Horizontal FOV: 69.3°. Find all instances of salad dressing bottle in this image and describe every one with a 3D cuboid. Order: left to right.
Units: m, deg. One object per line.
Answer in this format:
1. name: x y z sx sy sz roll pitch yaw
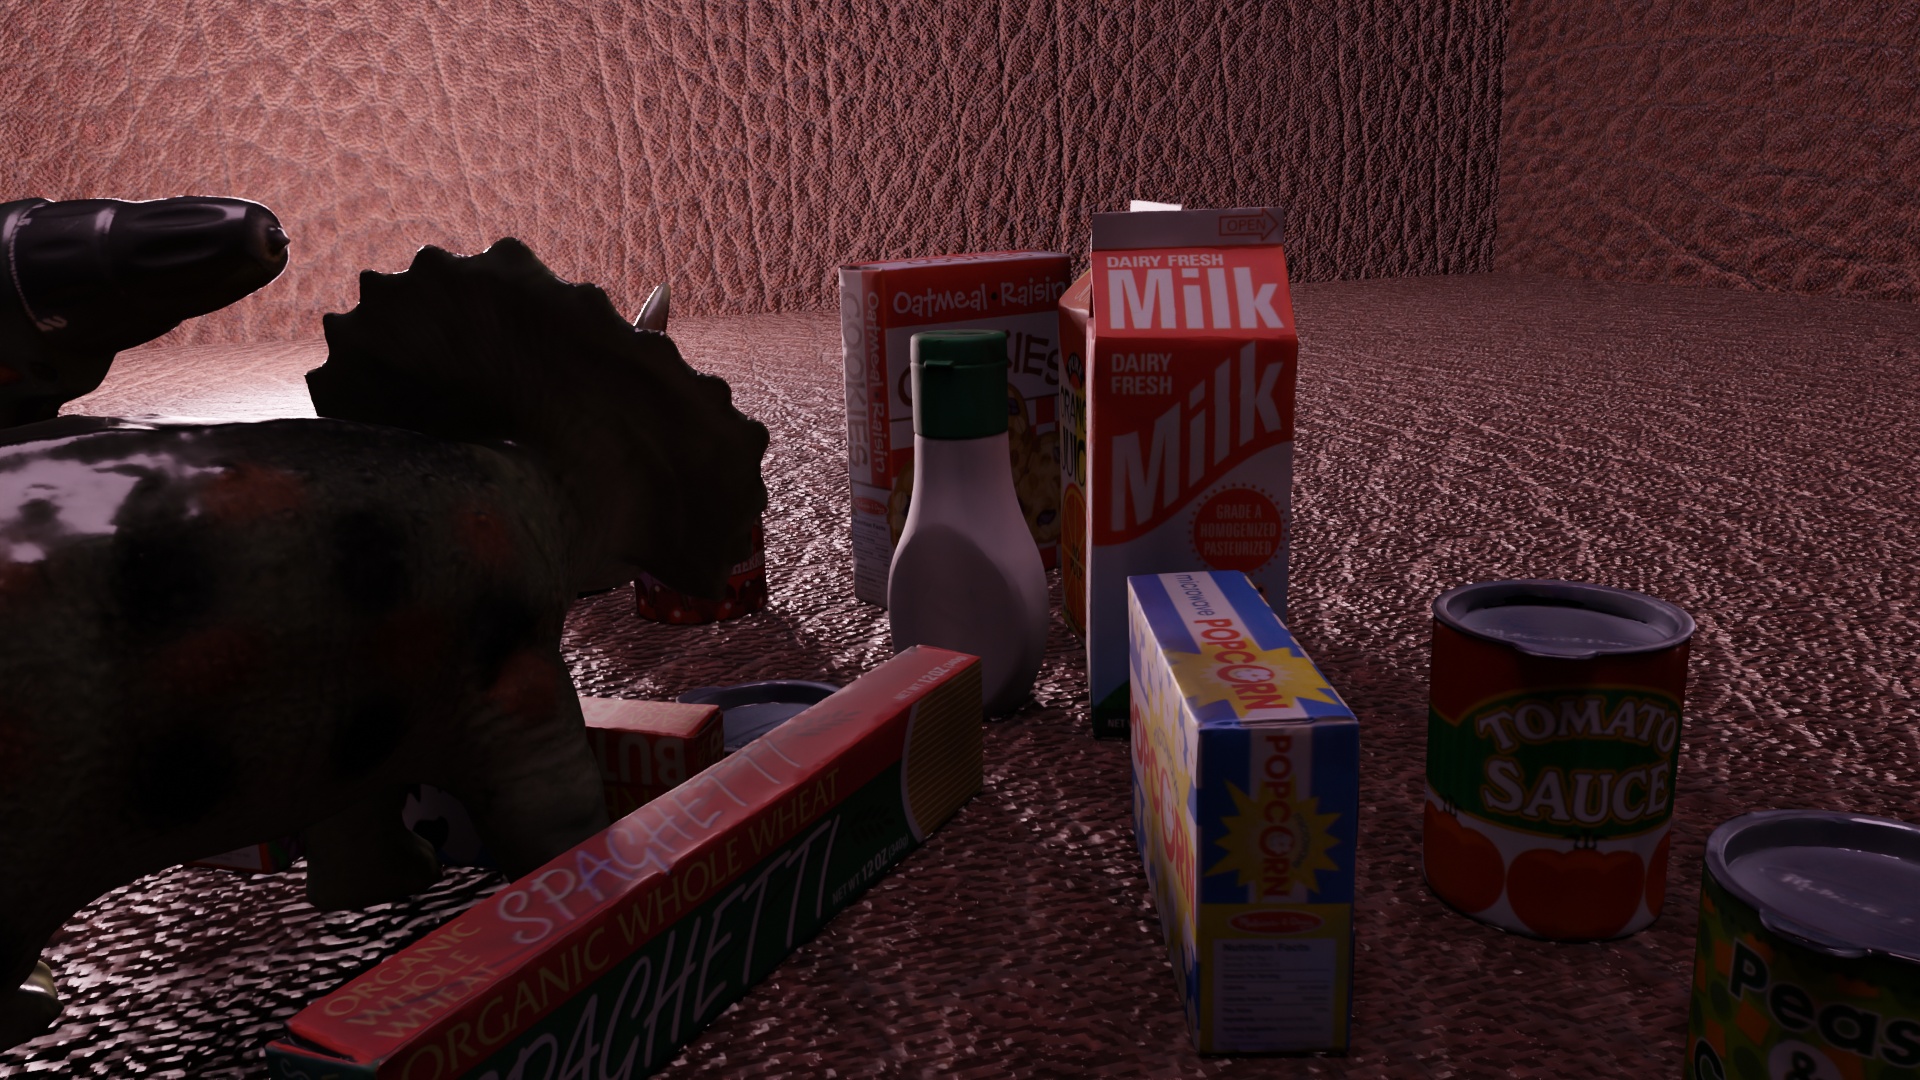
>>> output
1. salad dressing bottle: 0.002 -0.007 0.538 0.064 0.147 0.044 5 15 25

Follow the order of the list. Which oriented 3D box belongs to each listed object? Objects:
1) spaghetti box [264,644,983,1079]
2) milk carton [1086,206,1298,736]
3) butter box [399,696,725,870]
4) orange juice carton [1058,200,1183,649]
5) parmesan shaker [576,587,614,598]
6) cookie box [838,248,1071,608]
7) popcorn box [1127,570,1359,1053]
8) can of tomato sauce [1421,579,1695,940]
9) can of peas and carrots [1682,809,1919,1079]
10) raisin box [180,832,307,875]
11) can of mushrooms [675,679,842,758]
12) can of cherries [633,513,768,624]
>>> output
1. spaghetti box: -0.062 0.089 0.368 0.028 0.050 0.251 6 16 27
2. milk carton: 0.084 -0.027 0.522 0.072 0.190 0.073 -1 14 3
3. butter box: -0.121 0.075 0.424 0.103 0.053 0.024 2 14 15
4. orange juice carton: 0.085 -0.049 0.603 0.073 0.192 0.072 -4 14 -8
5. parmesan shaker: -0.211 -0.026 0.727 0.071 0.102 0.071 -2 14 1
6. cookie box: 0.001 -0.060 0.708 0.123 0.167 0.040 -13 18 -39
7. popcorn box: 0.071 0.065 0.376 0.038 0.085 0.127 -2 14 0
8. can of tomato sauce: 0.165 0.060 0.389 0.071 0.083 0.071 -2 14 1
9. can of peas and carrots: 0.188 0.097 0.289 0.071 0.058 0.071 -2 14 1
10. raisin box: -0.219 0.033 0.456 0.040 0.123 0.086 3 15 18
11. can of mushrooms: -0.067 0.072 0.468 0.071 0.033 0.071 -2 14 1
12. can of cherries: -0.128 0.005 0.687 0.071 0.058 0.071 -2 14 1
